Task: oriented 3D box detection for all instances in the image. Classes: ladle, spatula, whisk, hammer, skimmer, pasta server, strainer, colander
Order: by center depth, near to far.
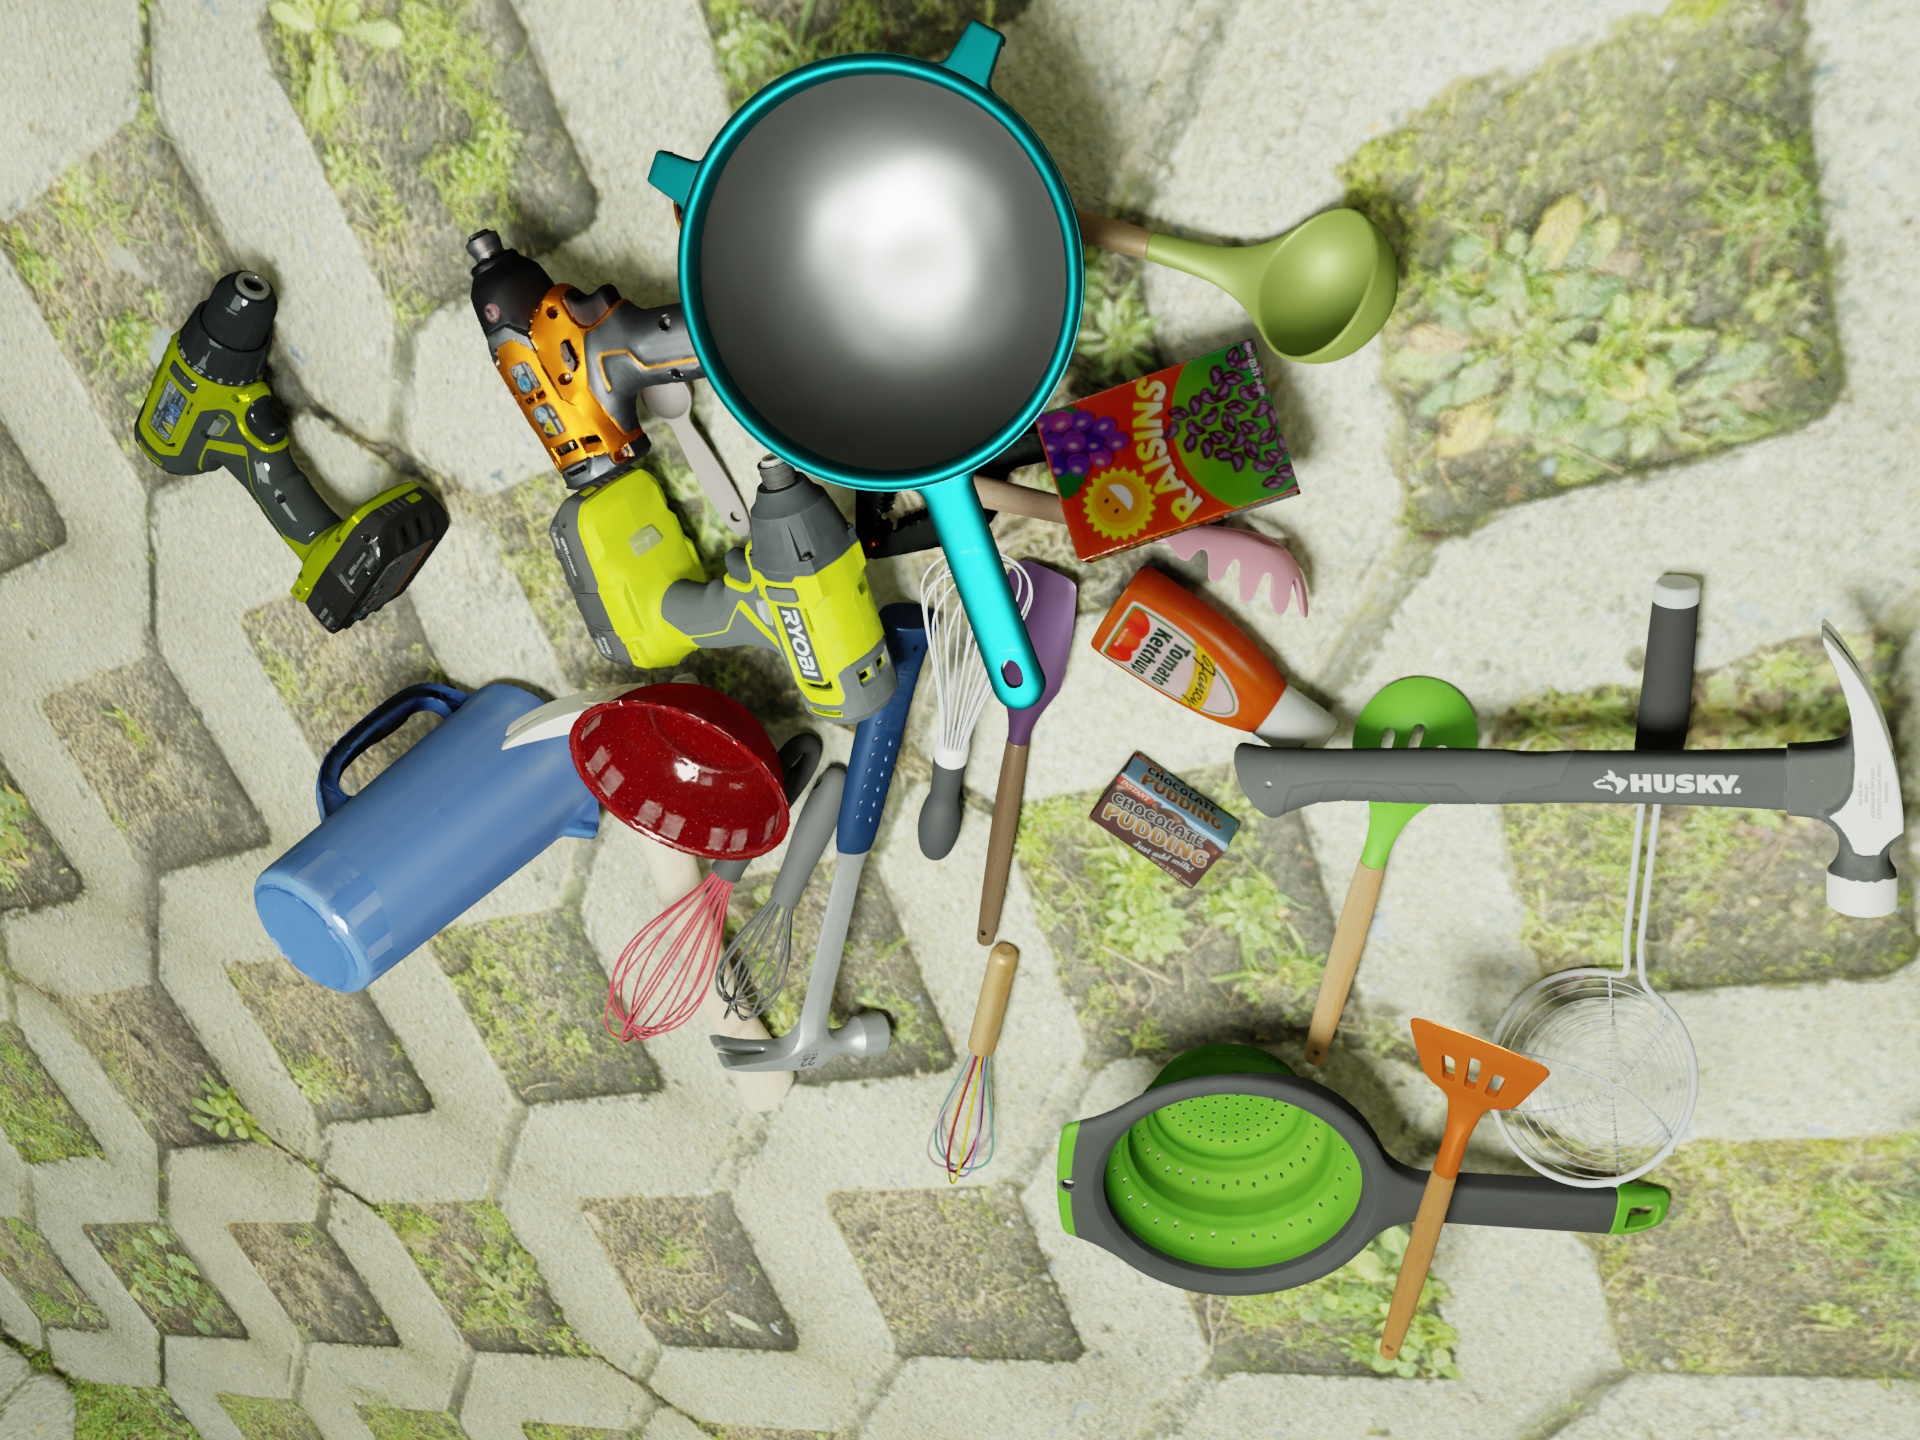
[{"bbox_3d":[0.072,-0.259,0.833,0.320,0.062,0.078,21,98,18],"label":"ladle"},{"bbox_3d":[-0.012,-0.174,0.844,0.211,0.095,0.340,-15,106,19],"label":"strainer"},{"bbox_3d":[0.310,0.025,0.850,0.335,0.035,0.146,0,108,29],"label":"hammer"},{"bbox_3d":[0.364,0.098,0.890,0.127,0.090,0.363,30,135,48],"label":"skimmer"},{"bbox_3d":[0.048,-0.116,0.914,0.316,0.060,0.040,14,101,7],"label":"pasta server"},{"bbox_3d":[0.299,0.308,1.009,0.081,0.041,0.322,19,126,23],"label":"spatula"},{"bbox_3d":[-0.002,-0.004,1.036,0.070,0.070,0.284,23,136,13],"label":"whisk"},{"bbox_3d":[0.033,0.032,1.068,0.060,0.018,0.315,26,129,25],"label":"spatula"},{"bbox_3d":[0.266,0.294,1.085,0.397,0.095,0.204,2,121,6],"label":"colander"},{"bbox_3d":[-0.083,0.099,1.125,0.035,0.144,0.405,52,137,44],"label":"hammer"},{"bbox_3d":[-0.182,0.127,1.176,0.073,0.073,0.295,35,109,3],"label":"whisk"},{"bbox_3d":[-0.132,0.132,1.183,0.055,0.055,0.239,29,116,8],"label":"whisk"},{"bbox_3d":[0.014,0.269,1.220,0.051,0.047,0.244,22,125,15],"label":"whisk"},{"bbox_3d":[-0.220,0.153,1.243,0.146,0.038,0.410,-12,121,3],"label":"hammer"}]

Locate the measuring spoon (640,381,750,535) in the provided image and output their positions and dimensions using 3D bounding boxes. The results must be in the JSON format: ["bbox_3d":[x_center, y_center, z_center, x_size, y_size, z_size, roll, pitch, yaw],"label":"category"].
[{"bbox_3d":[-0.168,-0.176,1.043,0.034,0.018,0.124,-14,120,24],"label":"measuring spoon"}]

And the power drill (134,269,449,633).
[{"bbox_3d":[-0.488,-0.195,1.158,0.228,0.080,0.190,48,130,-4],"label":"power drill"}]

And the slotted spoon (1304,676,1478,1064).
[{"bbox_3d":[0.255,0.109,0.997,0.070,0.031,0.313,18,129,16],"label":"slotted spoon"}]

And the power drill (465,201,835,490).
[{"bbox_3d":[-0.189,-0.248,0.947,0.226,0.084,0.164,-18,110,29],"label":"power drill"}]

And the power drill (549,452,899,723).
[{"bbox_3d":[-0.151,-0.094,1.009,0.223,0.080,0.171,10,130,38],"label":"power drill"}]
